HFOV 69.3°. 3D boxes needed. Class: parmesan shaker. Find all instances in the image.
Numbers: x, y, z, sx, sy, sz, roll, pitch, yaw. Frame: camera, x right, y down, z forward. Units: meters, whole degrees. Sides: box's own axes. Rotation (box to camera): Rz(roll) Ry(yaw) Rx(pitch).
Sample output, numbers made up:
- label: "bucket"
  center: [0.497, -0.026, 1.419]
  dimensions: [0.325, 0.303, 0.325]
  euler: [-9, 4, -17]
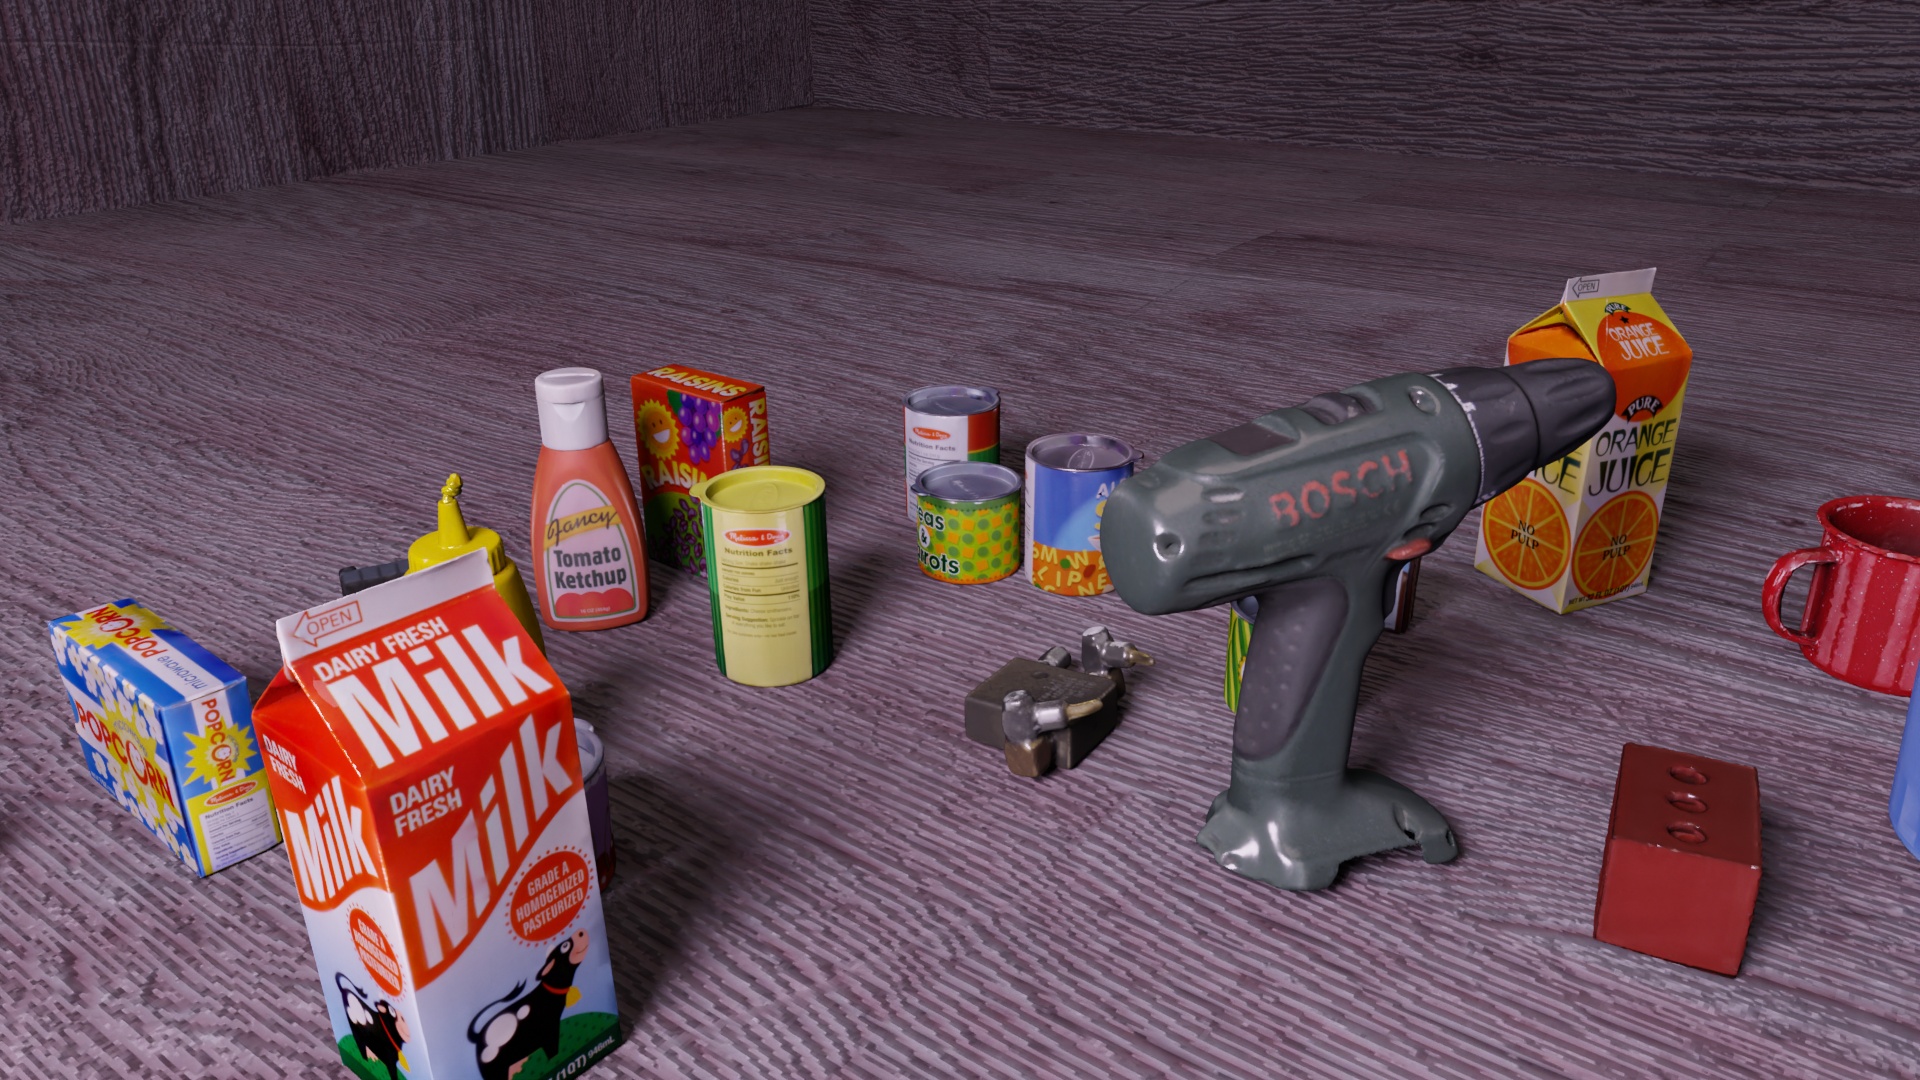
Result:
- label: "parmesan shaker"
  center: [-0.106, 0.019, 0.751]
  dimensions: [0.071, 0.102, 0.071]
  euler: [0, 23, 0]

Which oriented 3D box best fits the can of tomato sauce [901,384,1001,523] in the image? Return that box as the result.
- label: "can of tomato sauce"
  center: [-0.004, -0.058, 0.948]
  dimensions: [0.071, 0.082, 0.071]
  euler: [0, 23, 0]

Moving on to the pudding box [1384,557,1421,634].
- label: "pudding box"
  center: [0.222, 0.019, 0.809]
  dimensions: [0.084, 0.049, 0.030]
  euler: [12, 26, 26]

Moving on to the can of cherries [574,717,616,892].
- label: "can of cherries"
  center: [-0.179, 0.116, 0.585]
  dimensions: [0.071, 0.058, 0.072]
  euler: [0, 24, 0]

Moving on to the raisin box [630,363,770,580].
- label: "raisin box"
  center: [-0.158, -0.041, 0.862]
  dimensions: [0.086, 0.122, 0.040]
  euler: [18, 29, 36]

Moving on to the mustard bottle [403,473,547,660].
- label: "mustard bottle"
  center: [-0.220, 0.046, 0.620]
  dimensions: [0.065, 0.159, 0.049]
  euler: [1, 23, 3]

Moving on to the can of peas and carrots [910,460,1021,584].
- label: "can of peas and carrots"
  center: [0.003, -0.011, 0.871]
  dimensions: [0.071, 0.058, 0.071]
  euler: [0, 24, 0]

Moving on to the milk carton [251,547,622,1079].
- label: "milk carton"
  center: [-0.173, 0.099, 0.461]
  dimensions: [0.073, 0.189, 0.072]
  euler: [17, 29, 36]

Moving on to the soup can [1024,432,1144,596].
- label: "soup can"
  center: [0.075, -0.016, 0.850]
  dimensions: [0.071, 0.083, 0.071]
  euler: [0, 23, 0]

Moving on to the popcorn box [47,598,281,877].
- label: "popcorn box"
  center: [-0.359, 0.086, 0.626]
  dimensions: [0.127, 0.085, 0.038]
  euler: [18, 30, 37]

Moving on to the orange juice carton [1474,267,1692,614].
- label: "orange juice carton"
  center: [0.365, -0.062, 0.814]
  dimensions: [0.072, 0.191, 0.073]
  euler: [-11, 25, -22]

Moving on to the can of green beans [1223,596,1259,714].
- label: "can of green beans"
  center: [0.169, 0.058, 0.712]
  dimensions: [0.071, 0.057, 0.071]
  euler: [0, 24, 0]

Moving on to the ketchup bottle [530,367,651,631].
- label: "ketchup bottle"
  center: [-0.215, -0.023, 0.791]
  dimensions: [0.065, 0.148, 0.044]
  euler: [-5, 24, -10]
